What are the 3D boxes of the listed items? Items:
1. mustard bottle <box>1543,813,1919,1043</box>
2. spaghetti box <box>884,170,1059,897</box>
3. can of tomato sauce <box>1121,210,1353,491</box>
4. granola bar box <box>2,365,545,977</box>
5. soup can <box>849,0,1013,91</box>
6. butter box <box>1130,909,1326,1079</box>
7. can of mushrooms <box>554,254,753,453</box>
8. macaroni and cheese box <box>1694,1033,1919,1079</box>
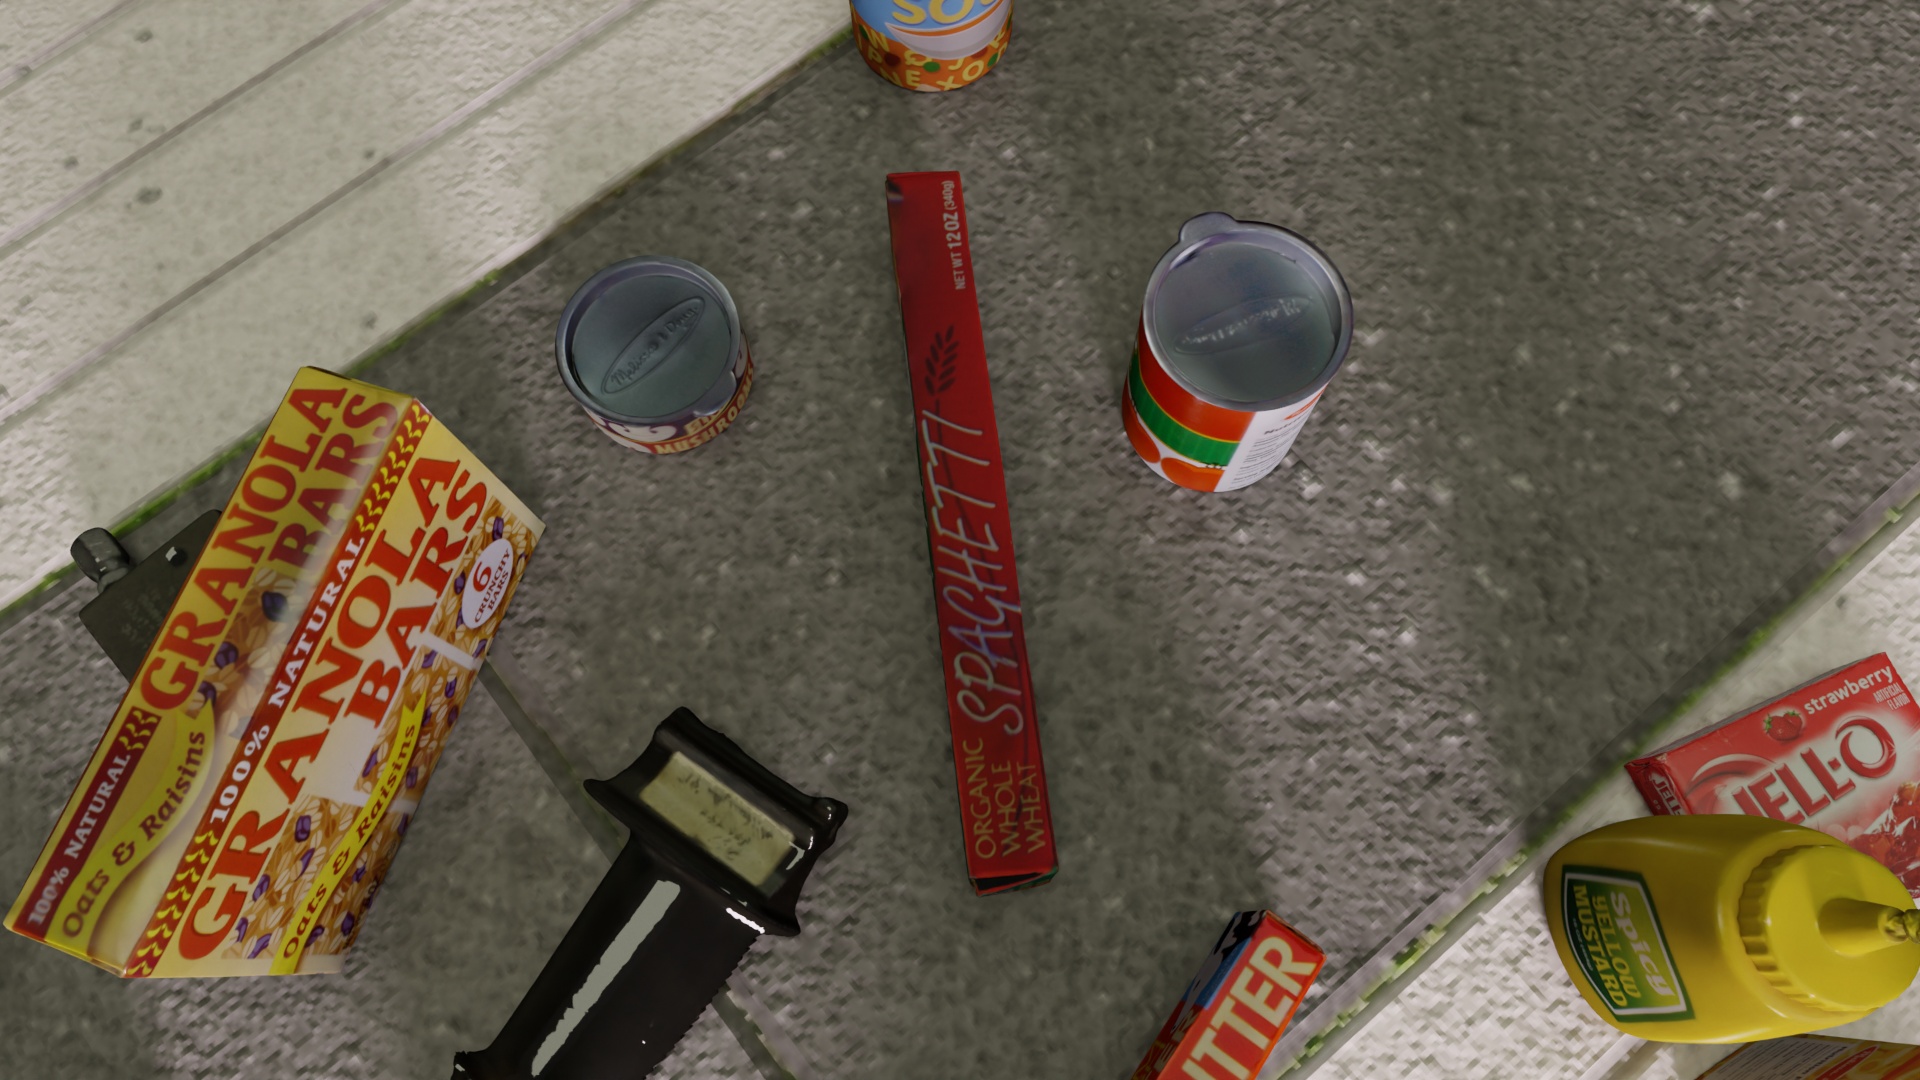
[{"bbox_3d":[0.213,0.105,0.382,0.049,0.159,0.065,-14,74,-3],"label":"mustard bottle"},{"bbox_3d":[0.002,-0.006,0.477,0.029,0.050,0.250,-7,73,-1],"label":"spaghetti box"},{"bbox_3d":[0.090,-0.061,0.476,0.071,0.083,0.071,0,73,1],"label":"can of tomato sauce"},{"bbox_3d":[-0.196,0.046,0.426,0.039,0.124,0.166,18,74,6],"label":"granola bar box"},{"bbox_3d":[-0.010,-0.219,0.526,0.071,0.083,0.071,0,73,1],"label":"soup can"},{"bbox_3d":[0.071,0.162,0.423,0.024,0.053,0.104,34,77,10],"label":"butter box"},{"bbox_3d":[-0.109,-0.065,0.506,0.071,0.033,0.071,0,73,1],"label":"can of mushrooms"},{"bbox_3d":[0.275,0.194,0.351,0.040,0.166,0.124,-30,75,-8],"label":"macaroni and cheese box"}]
